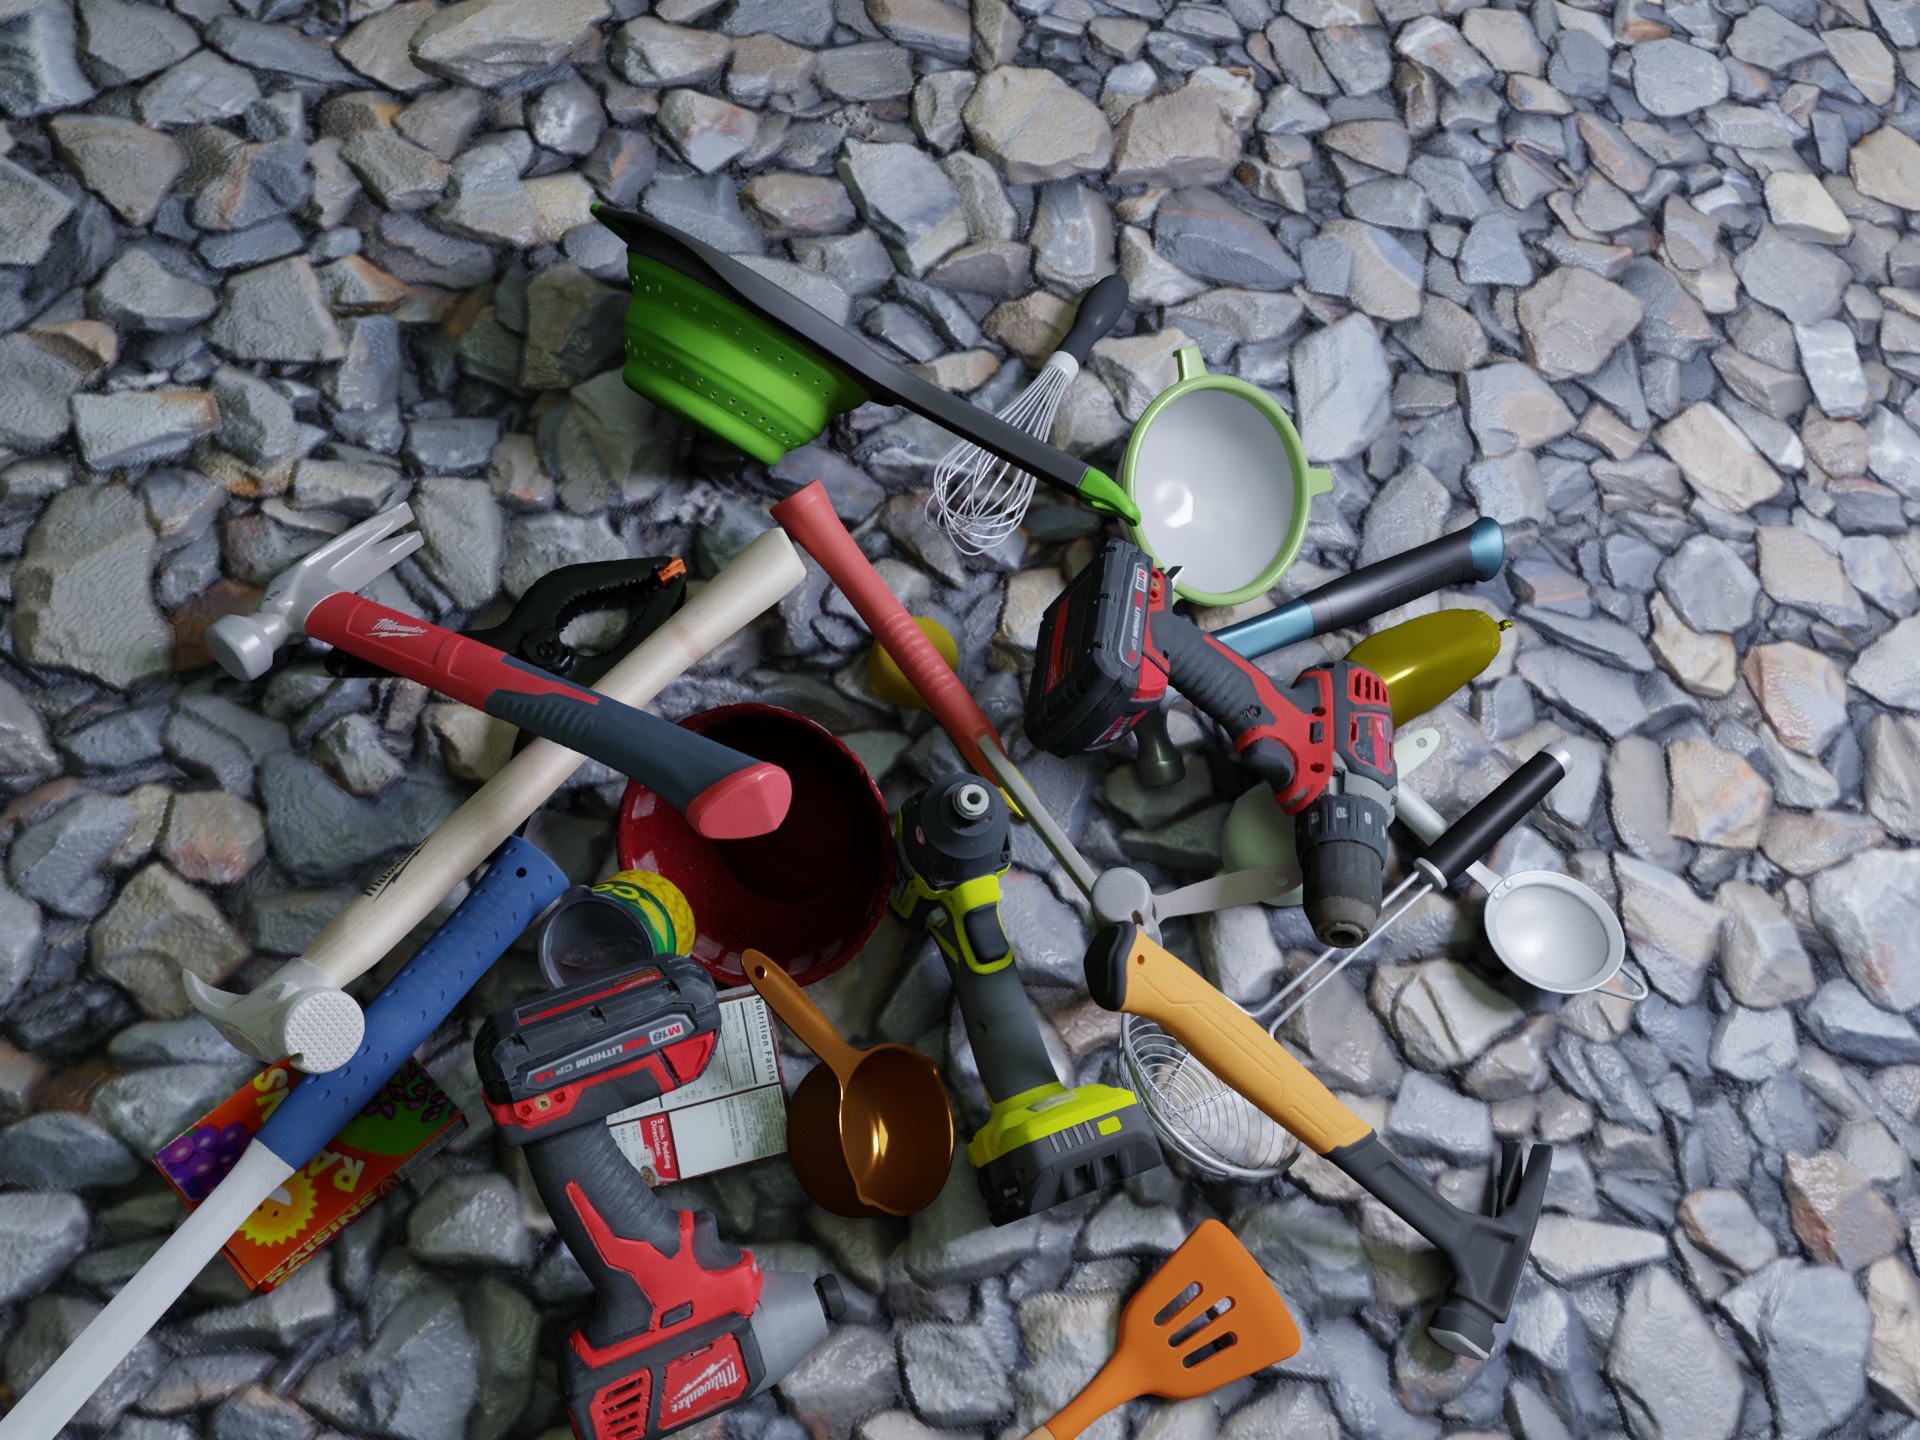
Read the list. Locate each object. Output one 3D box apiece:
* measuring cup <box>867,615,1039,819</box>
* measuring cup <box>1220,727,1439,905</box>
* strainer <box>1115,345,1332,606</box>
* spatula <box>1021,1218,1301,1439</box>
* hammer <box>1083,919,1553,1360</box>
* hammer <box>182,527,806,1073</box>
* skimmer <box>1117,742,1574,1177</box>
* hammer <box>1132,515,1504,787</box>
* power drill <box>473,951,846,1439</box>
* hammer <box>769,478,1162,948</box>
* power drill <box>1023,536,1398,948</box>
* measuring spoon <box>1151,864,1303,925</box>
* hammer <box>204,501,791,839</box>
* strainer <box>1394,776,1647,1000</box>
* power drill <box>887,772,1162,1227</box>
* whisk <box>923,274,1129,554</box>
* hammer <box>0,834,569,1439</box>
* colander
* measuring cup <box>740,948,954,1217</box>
[{"bbox_3d":[0.001,-0.002,0.985,0.062,0.029,0.157,-32,72,-24],"label":"measuring cup"},{"bbox_3d":[0.237,0.048,0.988,0.167,0.038,0.083,-34,70,-11],"label":"measuring cup"},{"bbox_3d":[0.130,-0.106,1.051,0.151,0.069,0.256,36,78,-24],"label":"strainer"},{"bbox_3d":[0.028,0.376,0.801,0.322,0.041,0.081,-30,74,-22],"label":"spatula"},{"bbox_3d":[0.192,0.204,0.842,0.336,0.034,0.127,40,63,-21],"label":"hammer"},{"bbox_3d":[-0.230,0.022,0.864,0.411,0.146,0.038,-48,122,-33],"label":"hammer"},{"bbox_3d":[0.240,0.120,0.921,0.363,0.090,0.127,-38,76,-15],"label":"skimmer"},{"bbox_3d":[0.237,-0.070,1.050,0.331,0.033,0.128,-21,102,-26],"label":"hammer"},{"bbox_3d":[-0.145,0.234,0.778,0.143,0.078,0.219,-17,97,-18],"label":"power drill"},{"bbox_3d":[-0.001,-0.003,0.928,0.037,0.149,0.359,-34,68,-8],"label":"hammer"},{"bbox_3d":[0.153,0.015,0.905,0.226,0.080,0.188,25,48,-16],"label":"power drill"},{"bbox_3d":[0.146,0.108,0.952,0.124,0.018,0.034,-13,65,2],"label":"measuring spoon"},{"bbox_3d":[-0.232,-0.028,0.839,0.386,0.038,0.143,20,49,32],"label":"hammer"},{"bbox_3d":[0.319,0.088,1.004,0.087,0.050,0.259,-35,70,-26],"label":"strainer"},{"bbox_3d":[0.022,0.143,0.842,0.080,0.171,0.223,-17,73,-15],"label":"power drill"},{"bbox_3d":[0.055,-0.221,1.092,0.070,0.070,0.285,29,58,3],"label":"whisk"},{"bbox_3d":[-0.331,0.220,0.759,0.144,0.035,0.406,35,62,6],"label":"hammer"},{"bbox_3d":[-0.077,-0.185,0.979,0.397,0.204,0.094,31,93,17],"label":"colander"},{"bbox_3d":[-0.074,0.186,0.826,0.173,0.052,0.095,53,41,-19],"label":"measuring cup"}]
